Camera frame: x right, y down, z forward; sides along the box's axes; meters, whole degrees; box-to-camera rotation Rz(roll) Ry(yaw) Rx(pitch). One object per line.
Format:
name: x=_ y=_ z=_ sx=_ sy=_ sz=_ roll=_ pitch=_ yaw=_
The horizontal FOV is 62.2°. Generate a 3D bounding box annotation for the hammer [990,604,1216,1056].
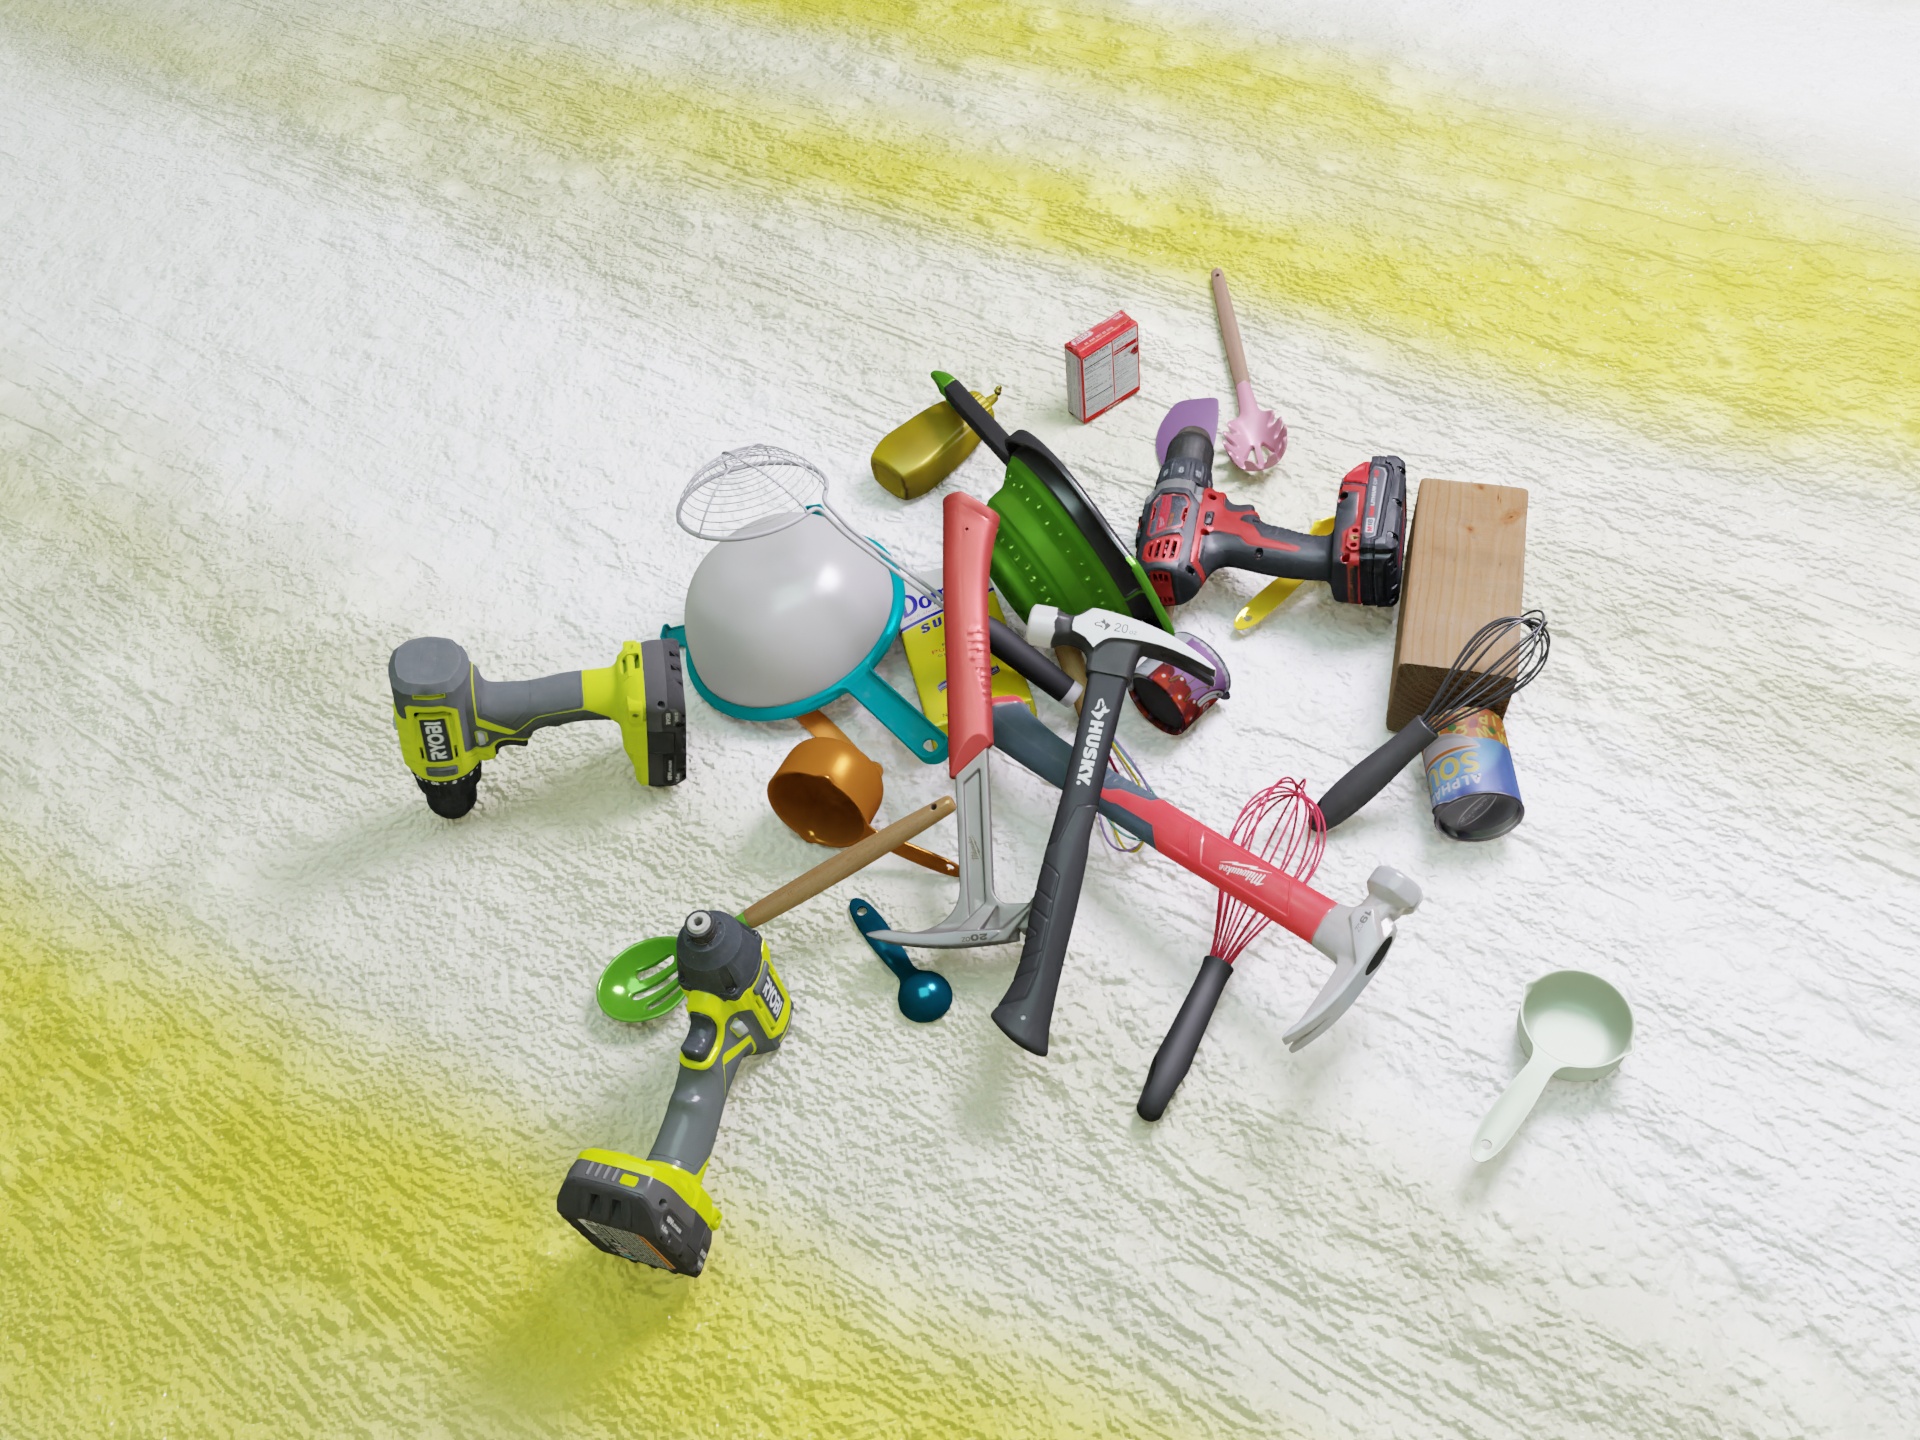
hammer: x=0.088 y=0.078 z=1.159 sx=0.146 sy=0.035 sz=0.335 roll=11 pitch=71 yaw=11

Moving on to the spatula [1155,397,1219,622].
spatula: x=0.199 y=-0.190 z=1.465 sx=0.060 sy=0.018 sz=0.316 roll=-3 pitch=51 yaw=20

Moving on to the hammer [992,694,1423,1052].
hammer: x=0.140 y=0.090 z=1.186 sx=0.387 sy=0.038 sz=0.143 roll=31 pitch=77 yaw=36

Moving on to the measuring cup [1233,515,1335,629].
measuring cup: x=0.299 y=-0.122 z=1.396 sx=0.156 sy=0.029 sz=0.062 roll=-39 pitch=55 yaw=-12

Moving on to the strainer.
strainer: x=-0.124 y=-0.078 z=1.345 sx=0.211 sy=0.095 sz=0.341 roll=-41 pitch=50 yaw=-9

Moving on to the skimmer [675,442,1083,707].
skimmer: x=-0.065 y=-0.108 z=1.317 sx=0.363 sy=0.090 sz=0.127 roll=36 pitch=44 yaw=-5

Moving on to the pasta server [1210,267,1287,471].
pasta server: x=0.273 y=-0.351 z=1.566 sx=0.060 sy=0.040 sz=0.317 roll=-13 pitch=50 yaw=12

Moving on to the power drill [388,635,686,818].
power drill: x=-0.344 y=0.009 z=1.311 sx=0.228 sy=0.190 sz=0.080 roll=-4 pitch=51 yaw=-12

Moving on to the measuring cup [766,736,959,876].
measuring cup: x=-0.067 y=0.072 z=1.278 sx=0.173 sy=0.095 sz=0.052 roll=24 pitch=51 yaw=2

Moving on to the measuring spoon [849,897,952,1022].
measuring spoon: x=-0.051 y=0.177 z=1.219 sx=0.042 sy=0.021 sz=0.129 roll=-31 pitch=55 yaw=-15

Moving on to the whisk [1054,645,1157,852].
whisk: x=0.117 y=0.008 z=1.312 sx=0.051 sy=0.047 sz=0.245 roll=-15 pitch=49 yaw=-2

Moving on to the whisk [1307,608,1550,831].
whisk: x=0.353 y=0.003 z=1.209 sx=0.239 sy=0.055 sz=0.055 roll=-46 pitch=51 yaw=20

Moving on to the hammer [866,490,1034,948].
hammer: x=-0.002 y=-0.004 z=1.237 sx=0.149 sy=0.036 sz=0.359 roll=-5 pitch=75 yaw=10

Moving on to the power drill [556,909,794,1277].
power drill: x=-0.189 y=0.250 z=1.094 sx=0.080 sy=0.171 sz=0.223 roll=9 pitch=58 yaw=15

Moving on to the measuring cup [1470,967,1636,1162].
measuring cup: x=0.397 y=0.244 z=1.092 sx=0.083 sy=0.038 sz=0.167 roll=33 pitch=66 yaw=29

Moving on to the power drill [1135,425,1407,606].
power drill: x=0.269 y=-0.182 z=1.382 sx=0.227 sy=0.080 sz=0.188 roll=3 pitch=55 yaw=19

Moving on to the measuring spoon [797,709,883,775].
measuring spoon: x=-0.107 y=0.015 z=1.359 sx=0.021 sy=0.011 sz=0.117 roll=-38 pitch=57 yaw=-19

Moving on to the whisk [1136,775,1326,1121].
whisk: x=0.198 y=0.164 z=1.173 sx=0.073 sy=0.073 sz=0.296 roll=20 pitch=63 yaw=22

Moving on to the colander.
colander: x=0.038 y=-0.186 z=1.395 sx=0.094 sy=0.204 sz=0.398 roll=-36 pitch=48 yaw=1

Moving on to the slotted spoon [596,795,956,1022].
slotted spoon: x=-0.138 y=0.141 z=1.207 sx=0.314 sy=0.031 sz=0.070 roll=-31 pitch=52 yaw=8
